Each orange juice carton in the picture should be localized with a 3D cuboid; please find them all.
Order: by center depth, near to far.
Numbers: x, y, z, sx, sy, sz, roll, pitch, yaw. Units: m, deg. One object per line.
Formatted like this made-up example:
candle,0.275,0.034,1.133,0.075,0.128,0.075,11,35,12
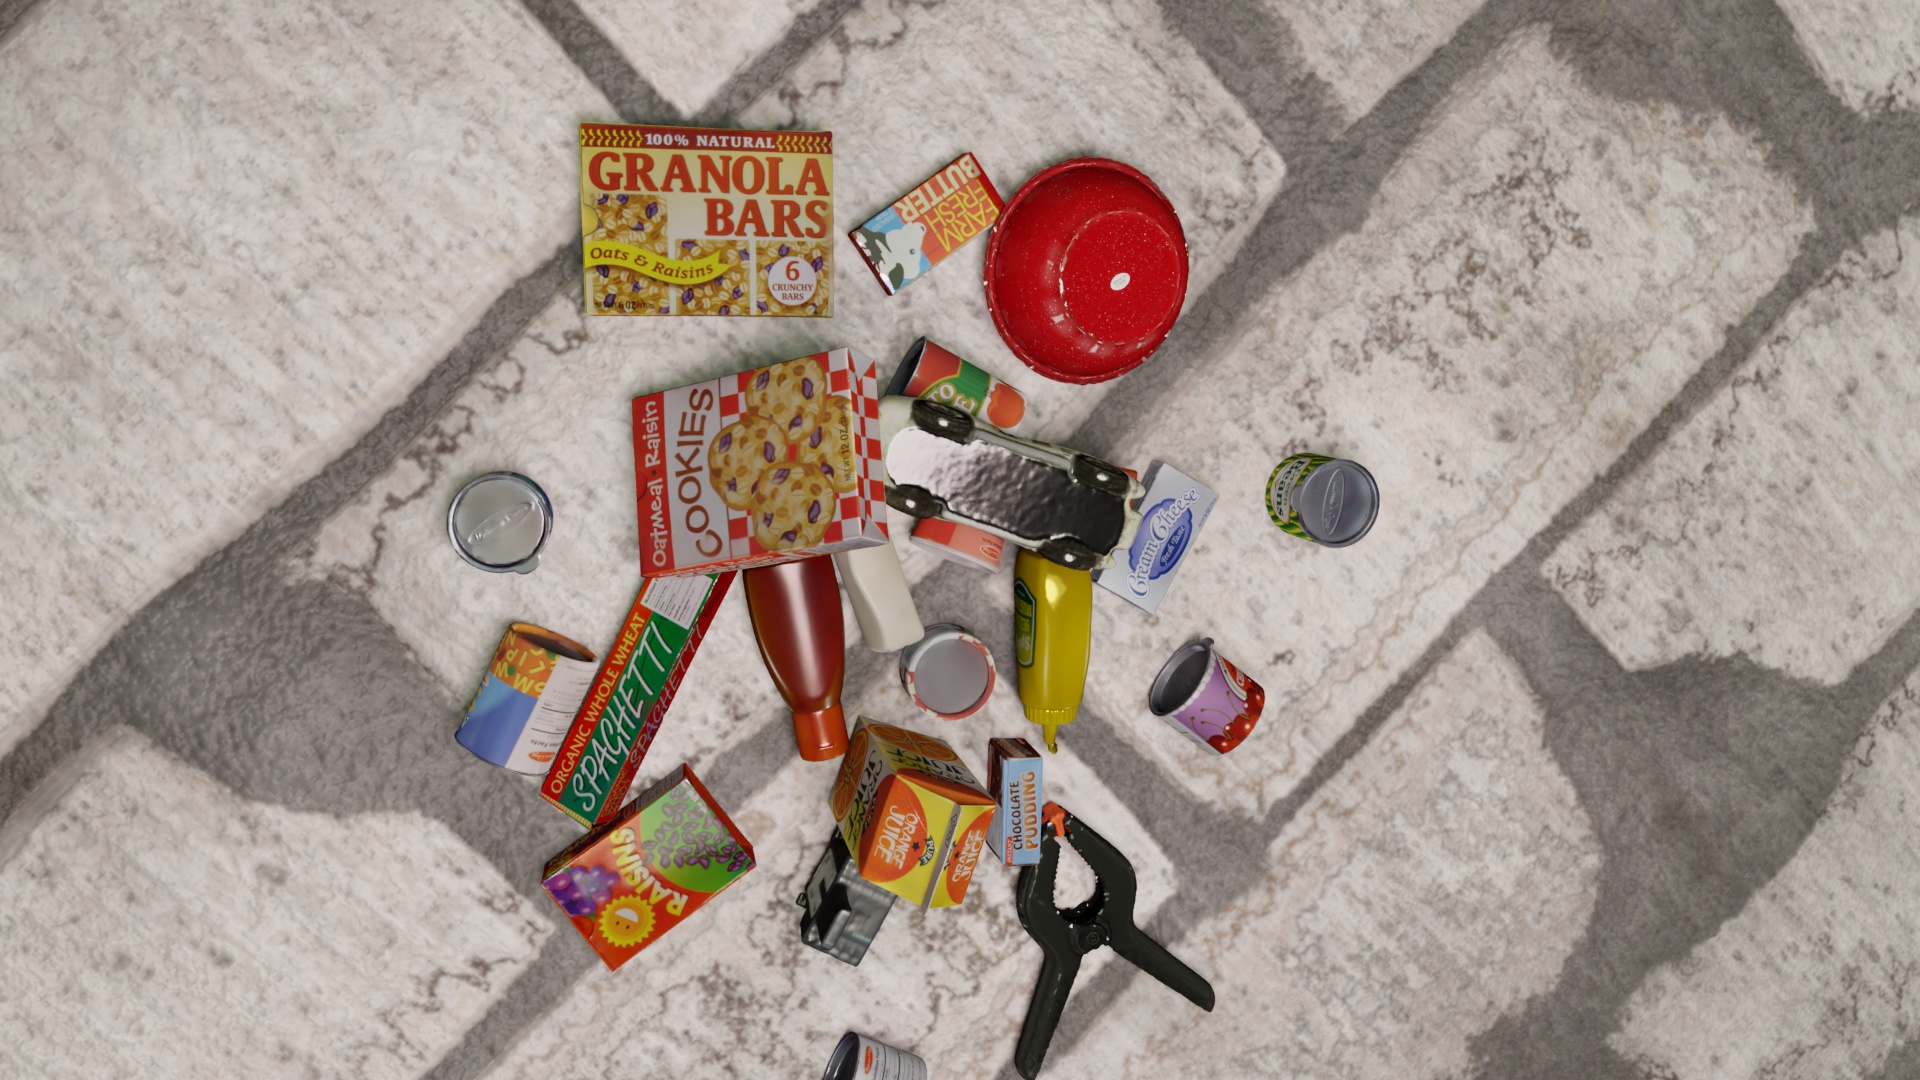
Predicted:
orange juice carton,-0.032,0.184,0.935,0.073,0.193,0.071,19,93,-15

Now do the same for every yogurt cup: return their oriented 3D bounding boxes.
yogurt cup,0.004,-0.012,0.984,0.072,0.072,0.054,22,85,-15

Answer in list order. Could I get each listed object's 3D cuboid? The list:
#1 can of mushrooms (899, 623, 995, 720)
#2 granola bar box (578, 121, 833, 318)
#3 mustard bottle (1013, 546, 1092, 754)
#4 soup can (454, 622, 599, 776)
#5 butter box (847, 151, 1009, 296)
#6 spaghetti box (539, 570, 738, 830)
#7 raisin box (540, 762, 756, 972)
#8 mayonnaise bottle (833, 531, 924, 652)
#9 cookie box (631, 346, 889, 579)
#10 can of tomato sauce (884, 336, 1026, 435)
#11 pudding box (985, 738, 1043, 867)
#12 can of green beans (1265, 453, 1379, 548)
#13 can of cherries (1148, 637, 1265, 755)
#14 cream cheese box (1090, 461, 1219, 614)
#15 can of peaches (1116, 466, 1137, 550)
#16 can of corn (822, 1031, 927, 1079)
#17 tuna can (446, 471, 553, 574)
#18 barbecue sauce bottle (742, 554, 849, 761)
can of mushrooms,-0.008,0.097,1.011,0.071,0.033,0.071,-2,97,-13
granola bar box,-0.168,-0.212,0.929,0.166,0.039,0.124,-2,98,-13
mustard bottle,0.066,0.082,1.011,0.049,0.065,0.159,-4,102,-16
soup can,-0.292,0.105,0.933,0.071,0.071,0.083,25,91,-15
butter box,-0.022,-0.221,0.969,0.103,0.024,0.053,-36,104,-5
spaghetti box,-0.211,0.076,0.955,0.050,0.028,0.250,27,91,16
raisin box,-0.219,0.230,0.979,0.123,0.040,0.086,-36,104,-5
mayonnaise bottle,-0.068,0.003,0.971,0.041,0.065,0.148,-20,98,-17
cookie box,-0.133,-0.047,0.899,0.167,0.040,0.123,-10,79,23
can of tomato sauce,-0.006,-0.092,0.966,0.083,0.071,0.071,27,91,-15
pudding box,0.039,0.193,1.026,0.030,0.050,0.083,-1,98,-14
can of green beans,0.271,-0.031,1.042,0.071,0.058,0.071,-2,99,-12
can of cherries,0.186,0.117,1.039,0.058,0.071,0.071,37,89,-15
cream cheese box,0.144,-0.002,1.036,0.053,0.024,0.104,29,91,-13
can of peaches,0.092,-0.027,0.997,0.071,0.071,0.058,9,95,-14
can of corn,-0.066,0.406,1.025,0.058,0.071,0.071,26,92,-15
tuna can,-0.305,-0.011,0.930,0.071,0.033,0.071,-2,98,-12
barbecue sauce bottle,-0.110,0.081,0.981,0.065,0.044,0.148,-12,101,-10
